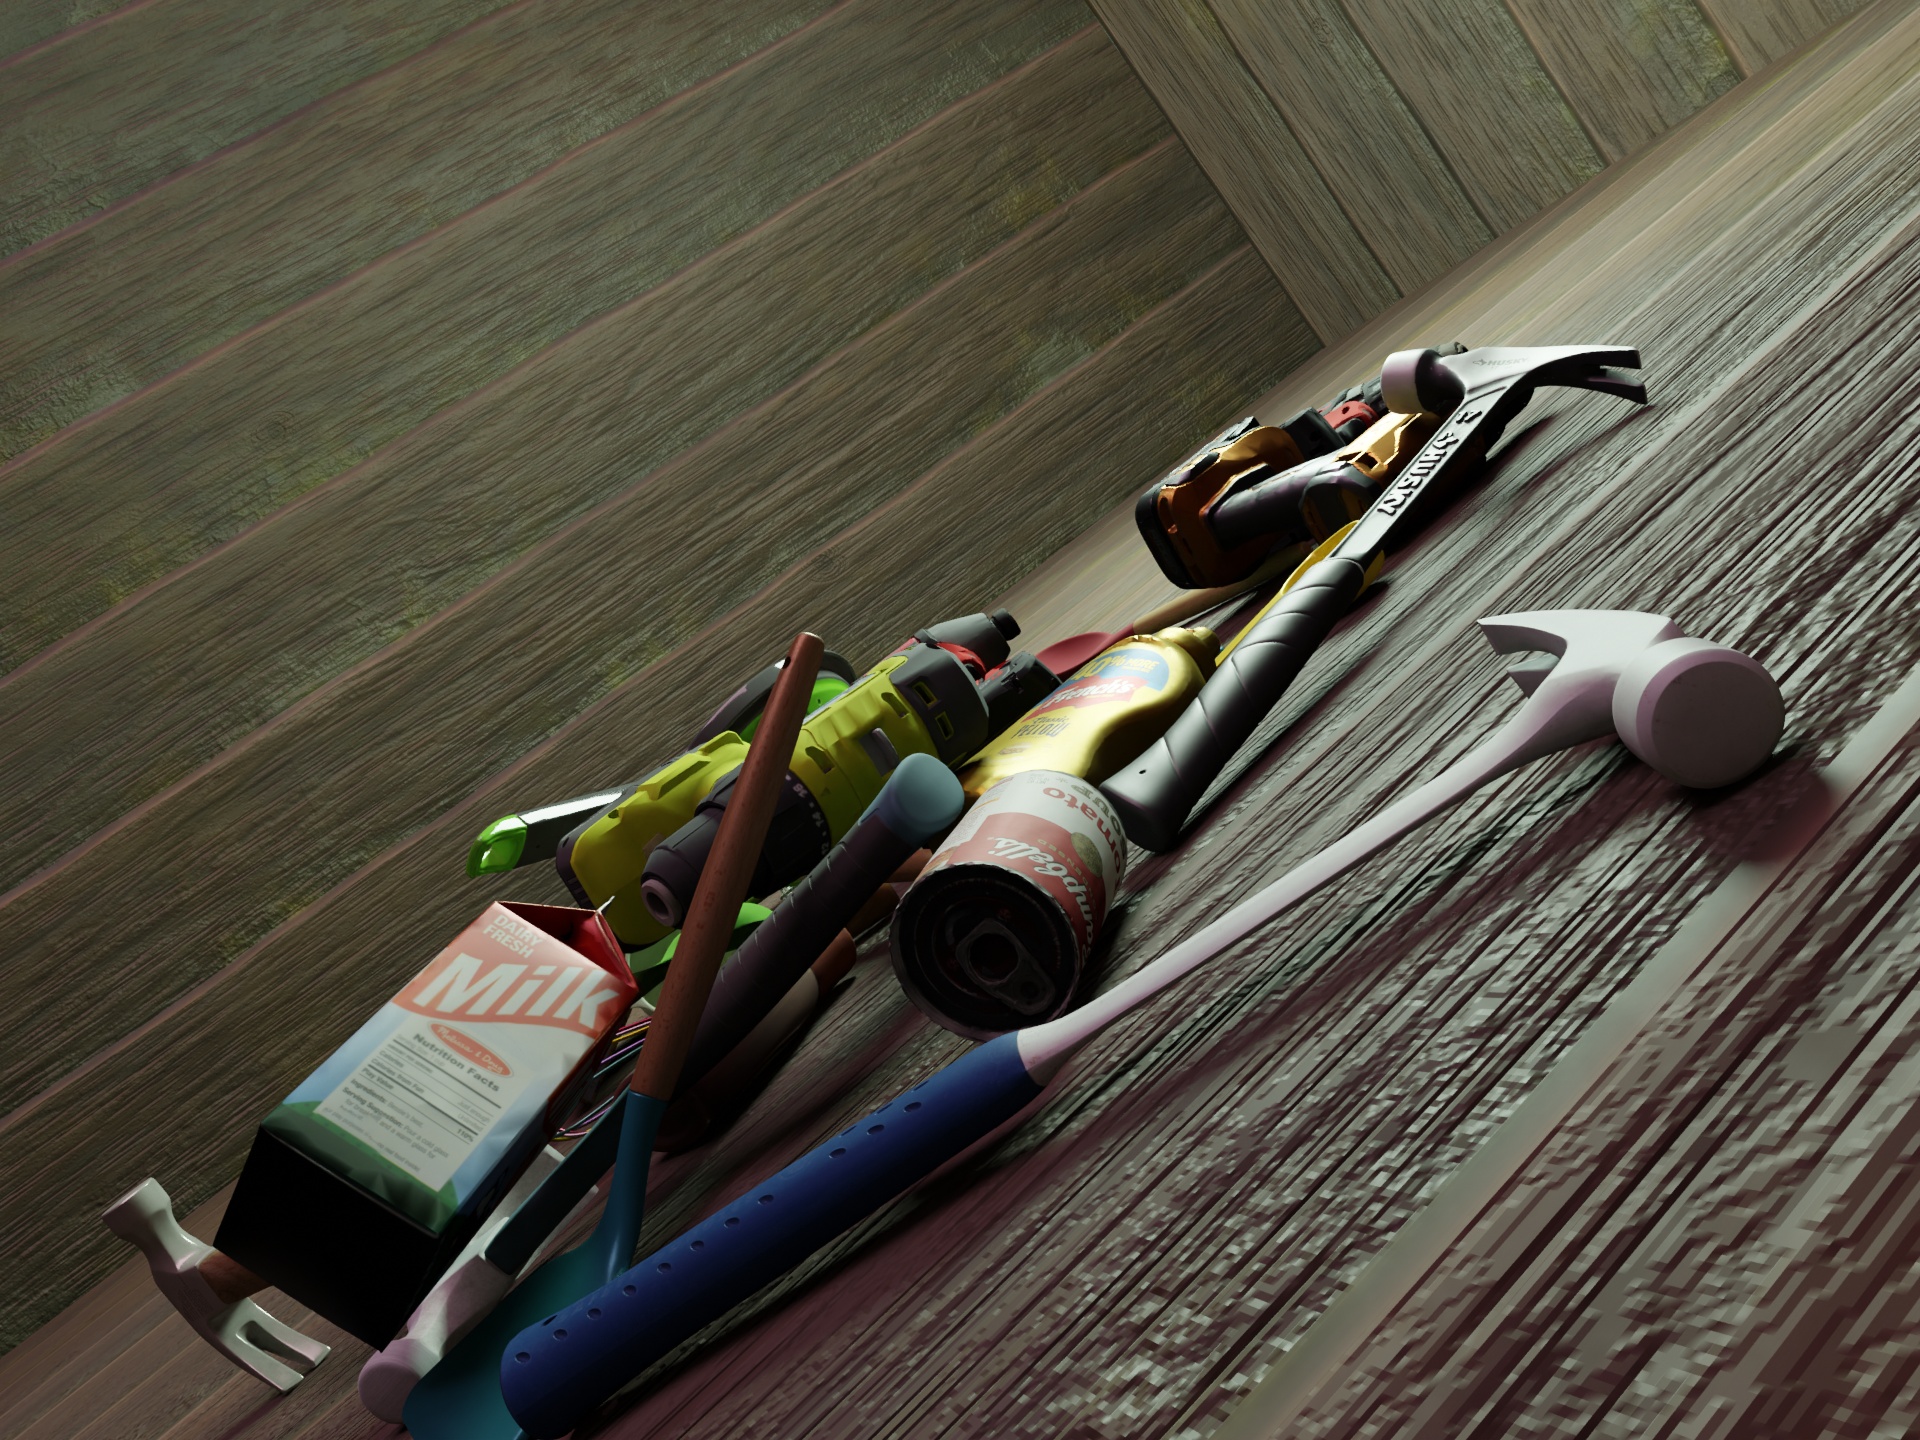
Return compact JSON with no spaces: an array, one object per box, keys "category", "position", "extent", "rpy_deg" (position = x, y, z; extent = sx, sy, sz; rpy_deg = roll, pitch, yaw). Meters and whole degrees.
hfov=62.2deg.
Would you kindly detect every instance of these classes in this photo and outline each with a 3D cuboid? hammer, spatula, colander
[{"category":"hammer","position":[-0.116,0.141,0.646],"extent":[0.331,0.033,0.128],"rpy_deg":[-48,3,13]},{"category":"hammer","position":[-0.309,0.250,0.758],"extent":[0.331,0.130,0.031],"rpy_deg":[-29,9,41]},{"category":"spatula","position":[-0.114,0.109,0.582],"extent":[0.082,0.044,0.318],"rpy_deg":[-2,66,54]},{"category":"hammer","position":[0.031,0.093,0.471],"extent":[0.405,0.035,0.144],"rpy_deg":[-35,6,10]},{"category":"colander","position":[-0.163,0.070,1.111],"extent":[0.397,0.095,0.204],"rpy_deg":[-17,-42,-56]},{"category":"hammer","position":[0.191,-0.076,0.760],"extent":[0.149,0.036,0.409],"rpy_deg":[5,41,44]}]

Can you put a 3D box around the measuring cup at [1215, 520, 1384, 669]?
[{"category":"measuring cup","position":[0.168,-0.042,0.861],"extent":[0.156,0.029,0.062],"rpy_deg":[-47,3,12]}]

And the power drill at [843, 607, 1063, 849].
[{"category":"power drill","position":[-0.002,-0.003,0.958],"extent":[0.143,0.078,0.220],"rpy_deg":[-37,20,-3]}]

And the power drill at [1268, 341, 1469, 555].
[{"category":"power drill","position":[0.292,-0.213,1.225],"extent":[0.188,0.080,0.227],"rpy_deg":[-32,4,37]}]

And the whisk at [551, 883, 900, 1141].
[{"category":"whisk","position":[-0.141,0.162,0.900],"extent":[0.245,0.047,0.051],"rpy_deg":[-34,4,-7]}]

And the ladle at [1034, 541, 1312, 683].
[{"category":"ladle","position":[0.151,-0.078,1.196],"extent":[0.069,0.031,0.315],"rpy_deg":[-43,10,-33]}]

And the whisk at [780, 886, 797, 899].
[{"category":"whisk","position":[-0.028,0.054,1.099],"extent":[0.246,0.058,0.059],"rpy_deg":[-34,-5,-29]}]

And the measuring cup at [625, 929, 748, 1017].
[{"category":"measuring cup","position":[-0.204,0.171,0.959],"extent":[0.167,0.083,0.038],"rpy_deg":[-28,-15,-21]}]

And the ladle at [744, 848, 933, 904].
[{"category":"ladle","position":[-0.084,0.078,0.920],"extent":[0.078,0.062,0.320],"rpy_deg":[-47,18,-28]}]

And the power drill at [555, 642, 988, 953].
[{"category":"power drill","position":[-0.112,0.051,0.791],"extent":[0.190,0.080,0.228],"rpy_deg":[-37,8,-36]}]

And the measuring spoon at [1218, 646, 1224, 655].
[{"category":"measuring spoon","position":[0.129,-0.038,1.006],"extent":[0.042,0.021,0.128],"rpy_deg":[-38,5,-20]}]

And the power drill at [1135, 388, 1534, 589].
[{"category":"power drill","position":[0.240,-0.162,1.015],"extent":[0.185,0.084,0.226],"rpy_deg":[-39,16,-25]}]

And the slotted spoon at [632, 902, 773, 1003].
[{"category":"slotted spoon","position":[-0.182,0.145,0.820],"extent":[0.070,0.031,0.314],"rpy_deg":[-27,-1,24]}]
